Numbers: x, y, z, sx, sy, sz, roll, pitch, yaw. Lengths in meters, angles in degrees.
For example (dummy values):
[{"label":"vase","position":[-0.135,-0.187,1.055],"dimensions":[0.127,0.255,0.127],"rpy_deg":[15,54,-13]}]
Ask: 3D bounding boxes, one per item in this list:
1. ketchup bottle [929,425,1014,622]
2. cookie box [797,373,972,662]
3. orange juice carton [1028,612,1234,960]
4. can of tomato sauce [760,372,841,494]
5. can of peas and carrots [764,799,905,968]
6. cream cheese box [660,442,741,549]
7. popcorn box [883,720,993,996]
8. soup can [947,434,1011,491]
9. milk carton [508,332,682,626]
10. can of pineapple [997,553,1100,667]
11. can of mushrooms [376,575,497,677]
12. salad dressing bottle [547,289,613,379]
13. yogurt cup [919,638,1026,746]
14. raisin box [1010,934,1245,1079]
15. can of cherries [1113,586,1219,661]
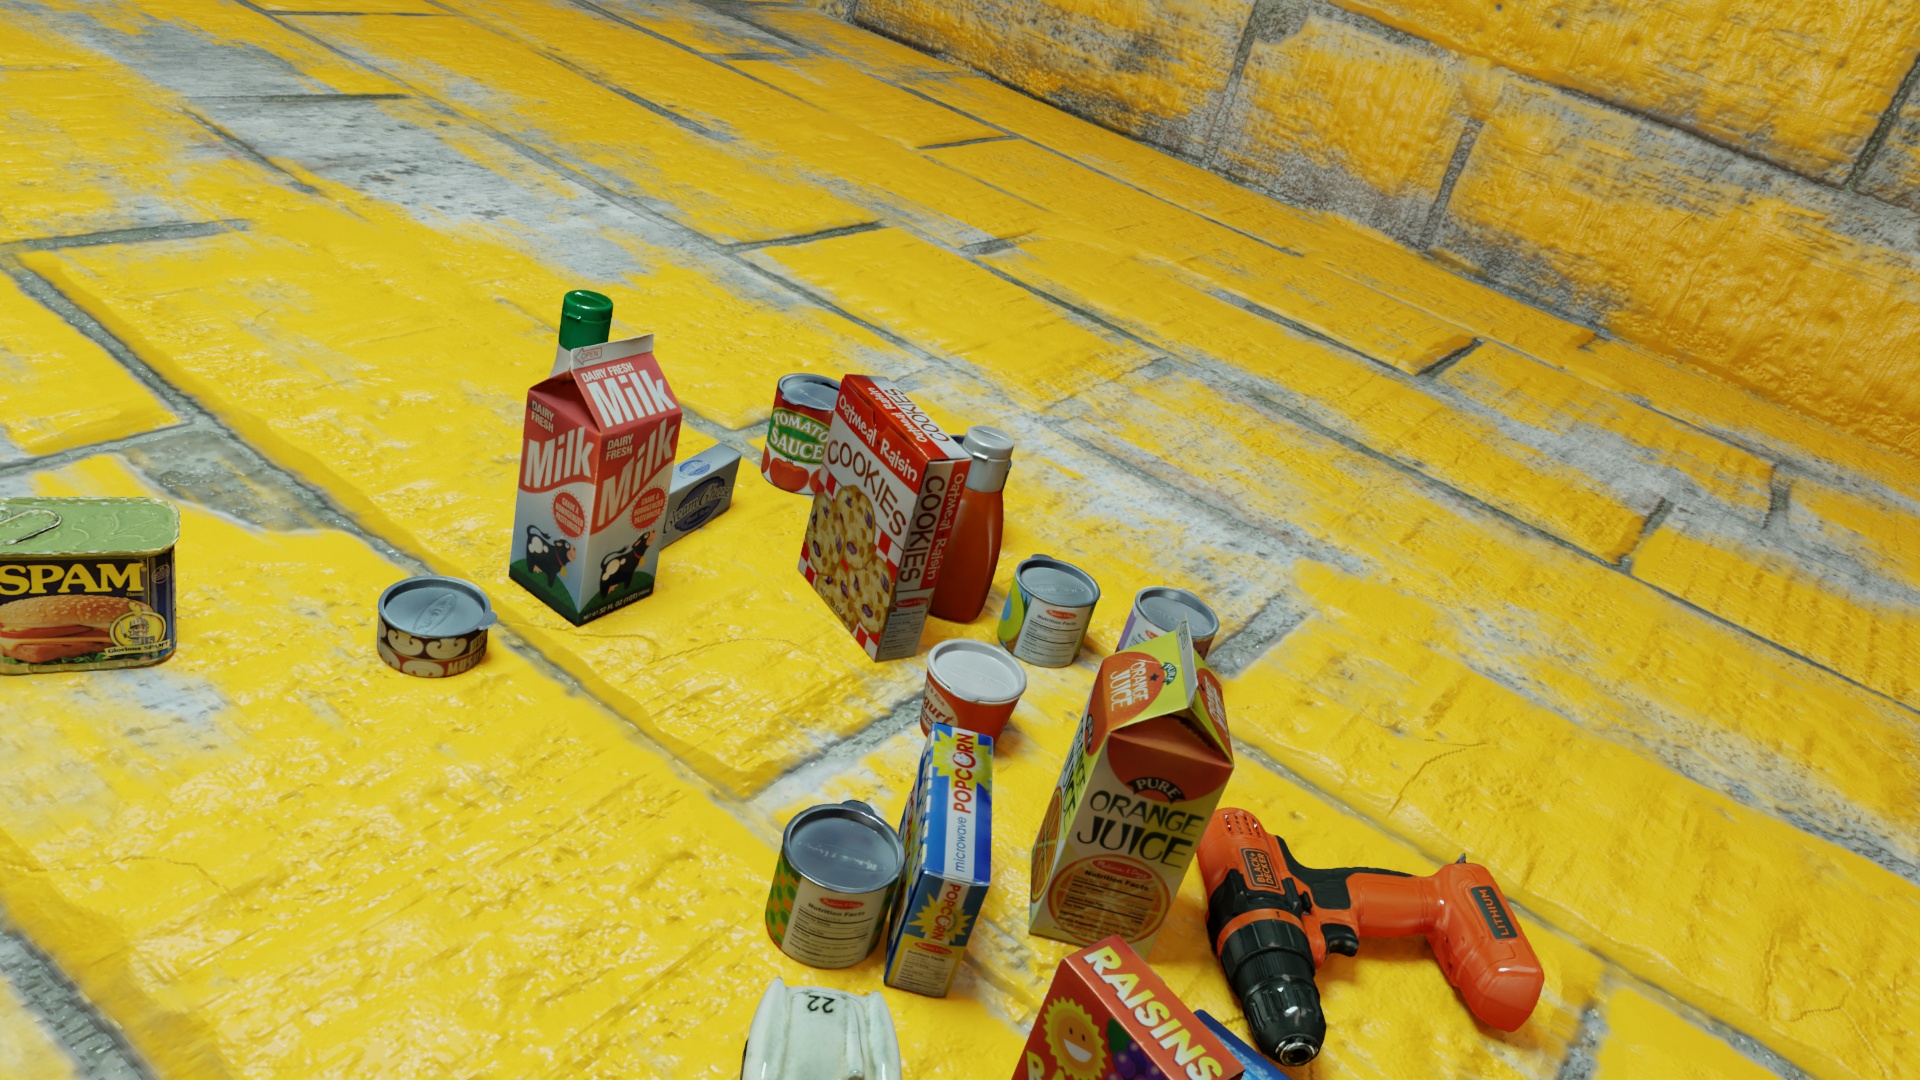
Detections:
[{"label":"ketchup bottle","position":[0.004,-0.013,1.038],"dimensions":[0.065,0.148,0.044],"rpy_deg":[21,29,9]},{"label":"cookie box","position":[-0.059,-0.017,0.993],"dimensions":[0.040,0.166,0.123],"rpy_deg":[-6,36,-35]},{"label":"orange juice carton","position":[0.099,0.137,0.779],"dimensions":[0.073,0.191,0.072],"rpy_deg":[15,28,-3]},{"label":"can of tomato sauce","position":[-0.130,-0.089,1.170],"dimensions":[0.071,0.082,0.071],"rpy_deg":[13,29,-7]},{"label":"can of peas and carrots","position":[-0.068,0.184,0.748],"dimensions":[0.071,0.058,0.071],"rpy_deg":[13,29,-7]},{"label":"cream cheese box","position":[-0.209,-0.033,1.062],"dimensions":[0.024,0.053,0.104],"rpy_deg":[25,30,16]},{"label":"popcorn box","position":[-0.011,0.174,0.769],"dimensions":[0.038,0.084,0.127],"rpy_deg":[14,29,-6]},{"label":"soup can","position":[0.001,-0.036,1.145],"dimensions":[0.071,0.083,0.072],"rpy_deg":[13,29,-7]},{"label":"milk carton","position":[-0.242,-0.047,0.926],"dimensions":[0.073,0.189,0.072],"rpy_deg":[30,31,24]},{"label":"can of pineapple","position":[0.066,0.053,1.048],"dimensions":[0.071,0.057,0.071],"rpy_deg":[13,29,-7]},{"label":"can of mushrooms","position":[-0.327,0.054,0.868],"dimensions":[0.071,0.033,0.071],"rpy_deg":[13,29,-7]},{"label":"salad dressing bottle","position":[-0.294,-0.118,1.068],"dimensions":[0.064,0.147,0.044],"rpy_deg":[22,29,11]},{"label":"yogurt cup","position":[0.005,0.106,0.928],"dimensions":[0.072,0.053,0.073],"rpy_deg":[13,29,-7]},{"label":"raisin box","position":[0.068,0.254,0.629],"dimensions":[0.040,0.122,0.086],"rpy_deg":[-9,37,-38]},{"label":"can of cherries","position":[0.157,0.076,1.055],"dimensions":[0.071,0.058,0.072],"rpy_deg":[13,29,-7]}]
